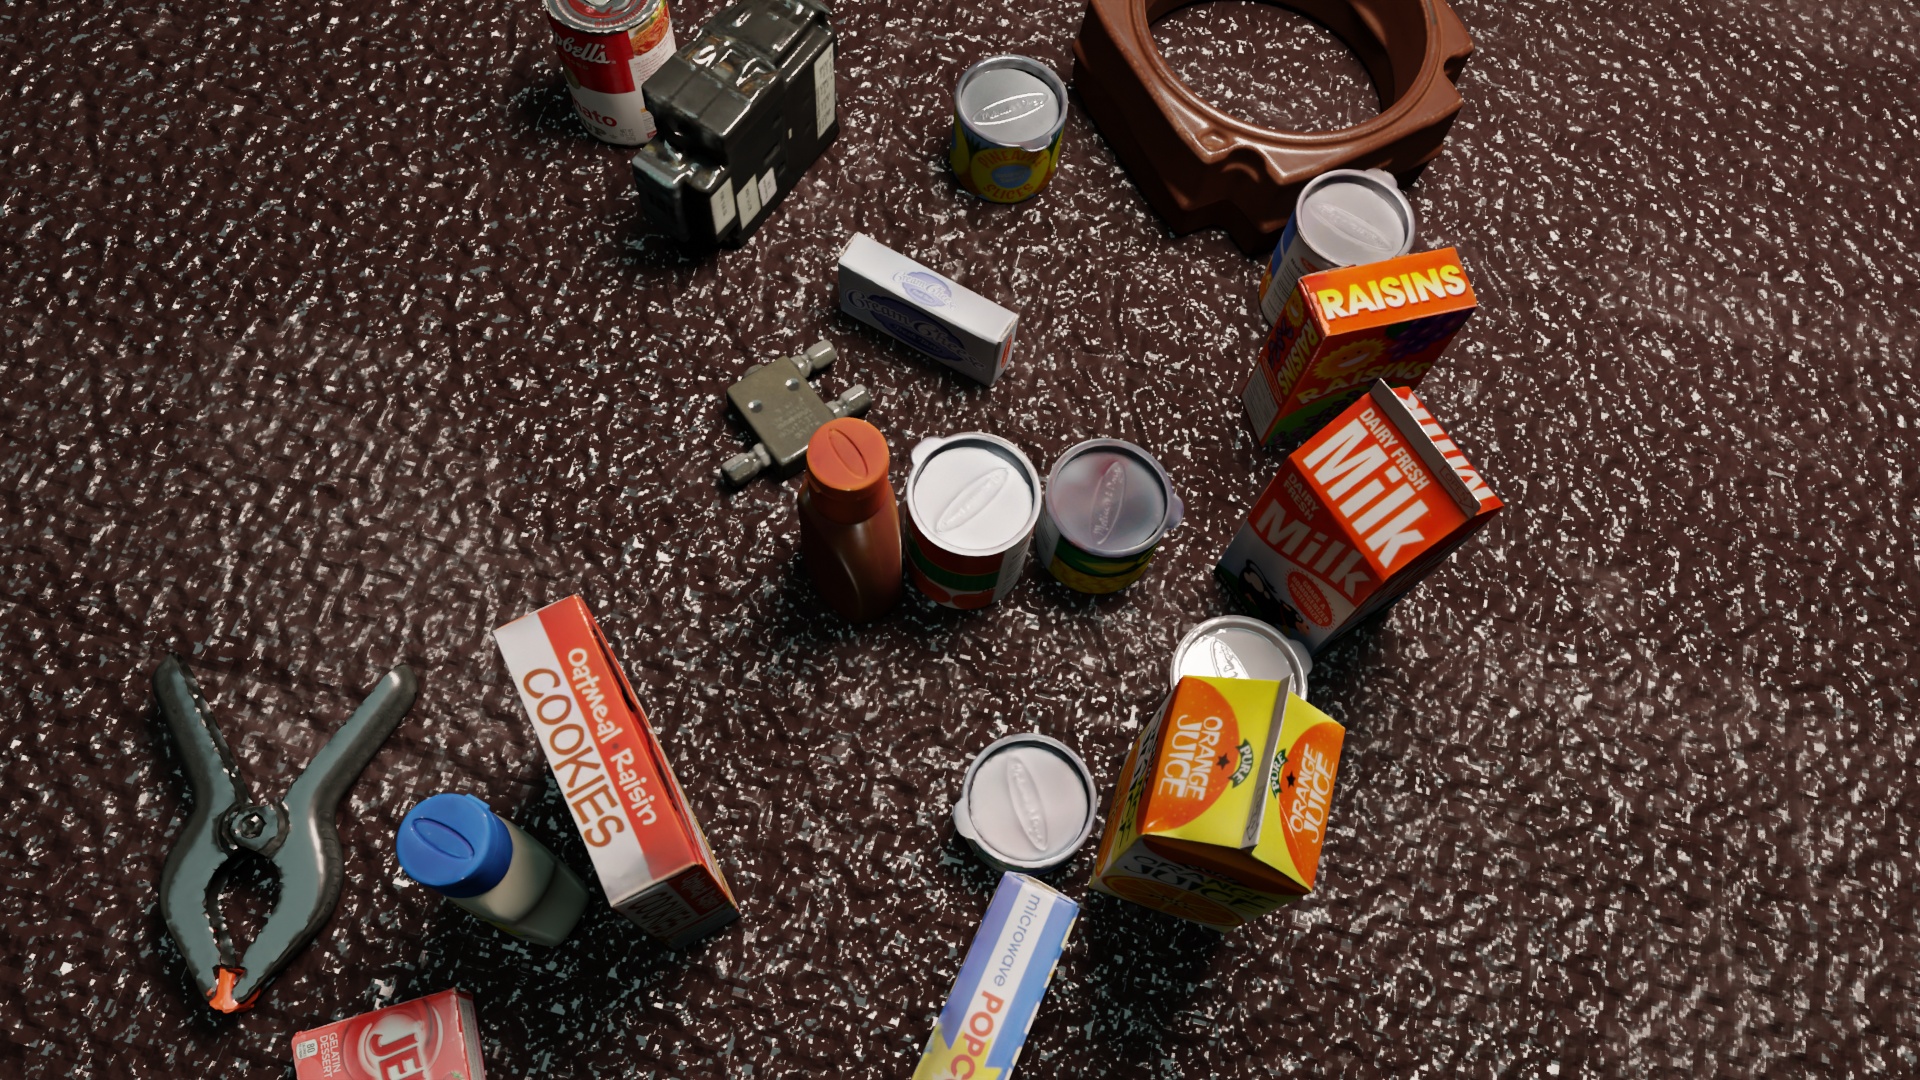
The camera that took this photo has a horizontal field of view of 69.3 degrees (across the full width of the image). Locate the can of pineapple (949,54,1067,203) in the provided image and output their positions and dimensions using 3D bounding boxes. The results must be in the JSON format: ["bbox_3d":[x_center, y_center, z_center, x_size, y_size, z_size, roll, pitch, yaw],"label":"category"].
[{"bbox_3d":[0.028,-0.242,0.825,0.071,0.057,0.071,1,68,-3],"label":"can of pineapple"}]

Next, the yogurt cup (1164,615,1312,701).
[{"bbox_3d":[0.135,0.078,0.701,0.072,0.053,0.072,1,68,-3],"label":"yogurt cup"}]

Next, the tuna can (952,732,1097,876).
[{"bbox_3d":[0.030,0.131,0.684,0.071,0.032,0.071,1,68,-3],"label":"tuna can"}]

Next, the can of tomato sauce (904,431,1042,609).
[{"bbox_3d":[0.003,-0.009,0.713,0.071,0.082,0.071,1,68,-3],"label":"can of tomato sauce"}]

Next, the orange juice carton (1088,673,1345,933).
[{"bbox_3d":[0.112,0.116,0.609,0.073,0.192,0.072,18,68,4],"label":"orange juice carton"}]

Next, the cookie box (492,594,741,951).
[{"bbox_3d":[-0.145,0.108,0.610,0.040,0.166,0.123,-26,72,-13],"label":"cookie box"}]

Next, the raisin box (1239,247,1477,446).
[{"bbox_3d":[0.209,-0.101,0.743,0.086,0.123,0.040,-12,69,-8],"label":"raisin box"}]

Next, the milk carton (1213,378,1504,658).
[{"bbox_3d":[0.191,-0.007,0.667,0.073,0.189,0.072,-30,73,-14],"label":"milk carton"}]

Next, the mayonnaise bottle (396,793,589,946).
[{"bbox_3d":[-0.204,0.142,0.602,0.065,0.147,0.041,27,69,7],"label":"mayonnaise bottle"}]

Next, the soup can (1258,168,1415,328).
[{"bbox_3d":[0.213,-0.160,0.789,0.071,0.083,0.071,1,68,-3],"label":"soup can"}]

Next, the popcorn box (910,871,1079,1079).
[{"bbox_3d":[0.009,0.217,0.619,0.038,0.085,0.127,24,68,6],"label":"popcorn box"}]

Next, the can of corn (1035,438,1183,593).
[{"bbox_3d":[0.077,-0.011,0.732,0.071,0.058,0.071,1,68,-3],"label":"can of corn"}]

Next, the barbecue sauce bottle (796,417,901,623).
[{"bbox_3d":[-0.054,-0.010,0.675,0.044,0.148,0.065,-31,73,-15],"label":"barbecue sauce bottle"}]

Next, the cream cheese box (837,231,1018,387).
[{"bbox_3d":[-0.020,-0.128,0.777,0.104,0.053,0.024,29,69,8],"label":"cream cheese box"}]
